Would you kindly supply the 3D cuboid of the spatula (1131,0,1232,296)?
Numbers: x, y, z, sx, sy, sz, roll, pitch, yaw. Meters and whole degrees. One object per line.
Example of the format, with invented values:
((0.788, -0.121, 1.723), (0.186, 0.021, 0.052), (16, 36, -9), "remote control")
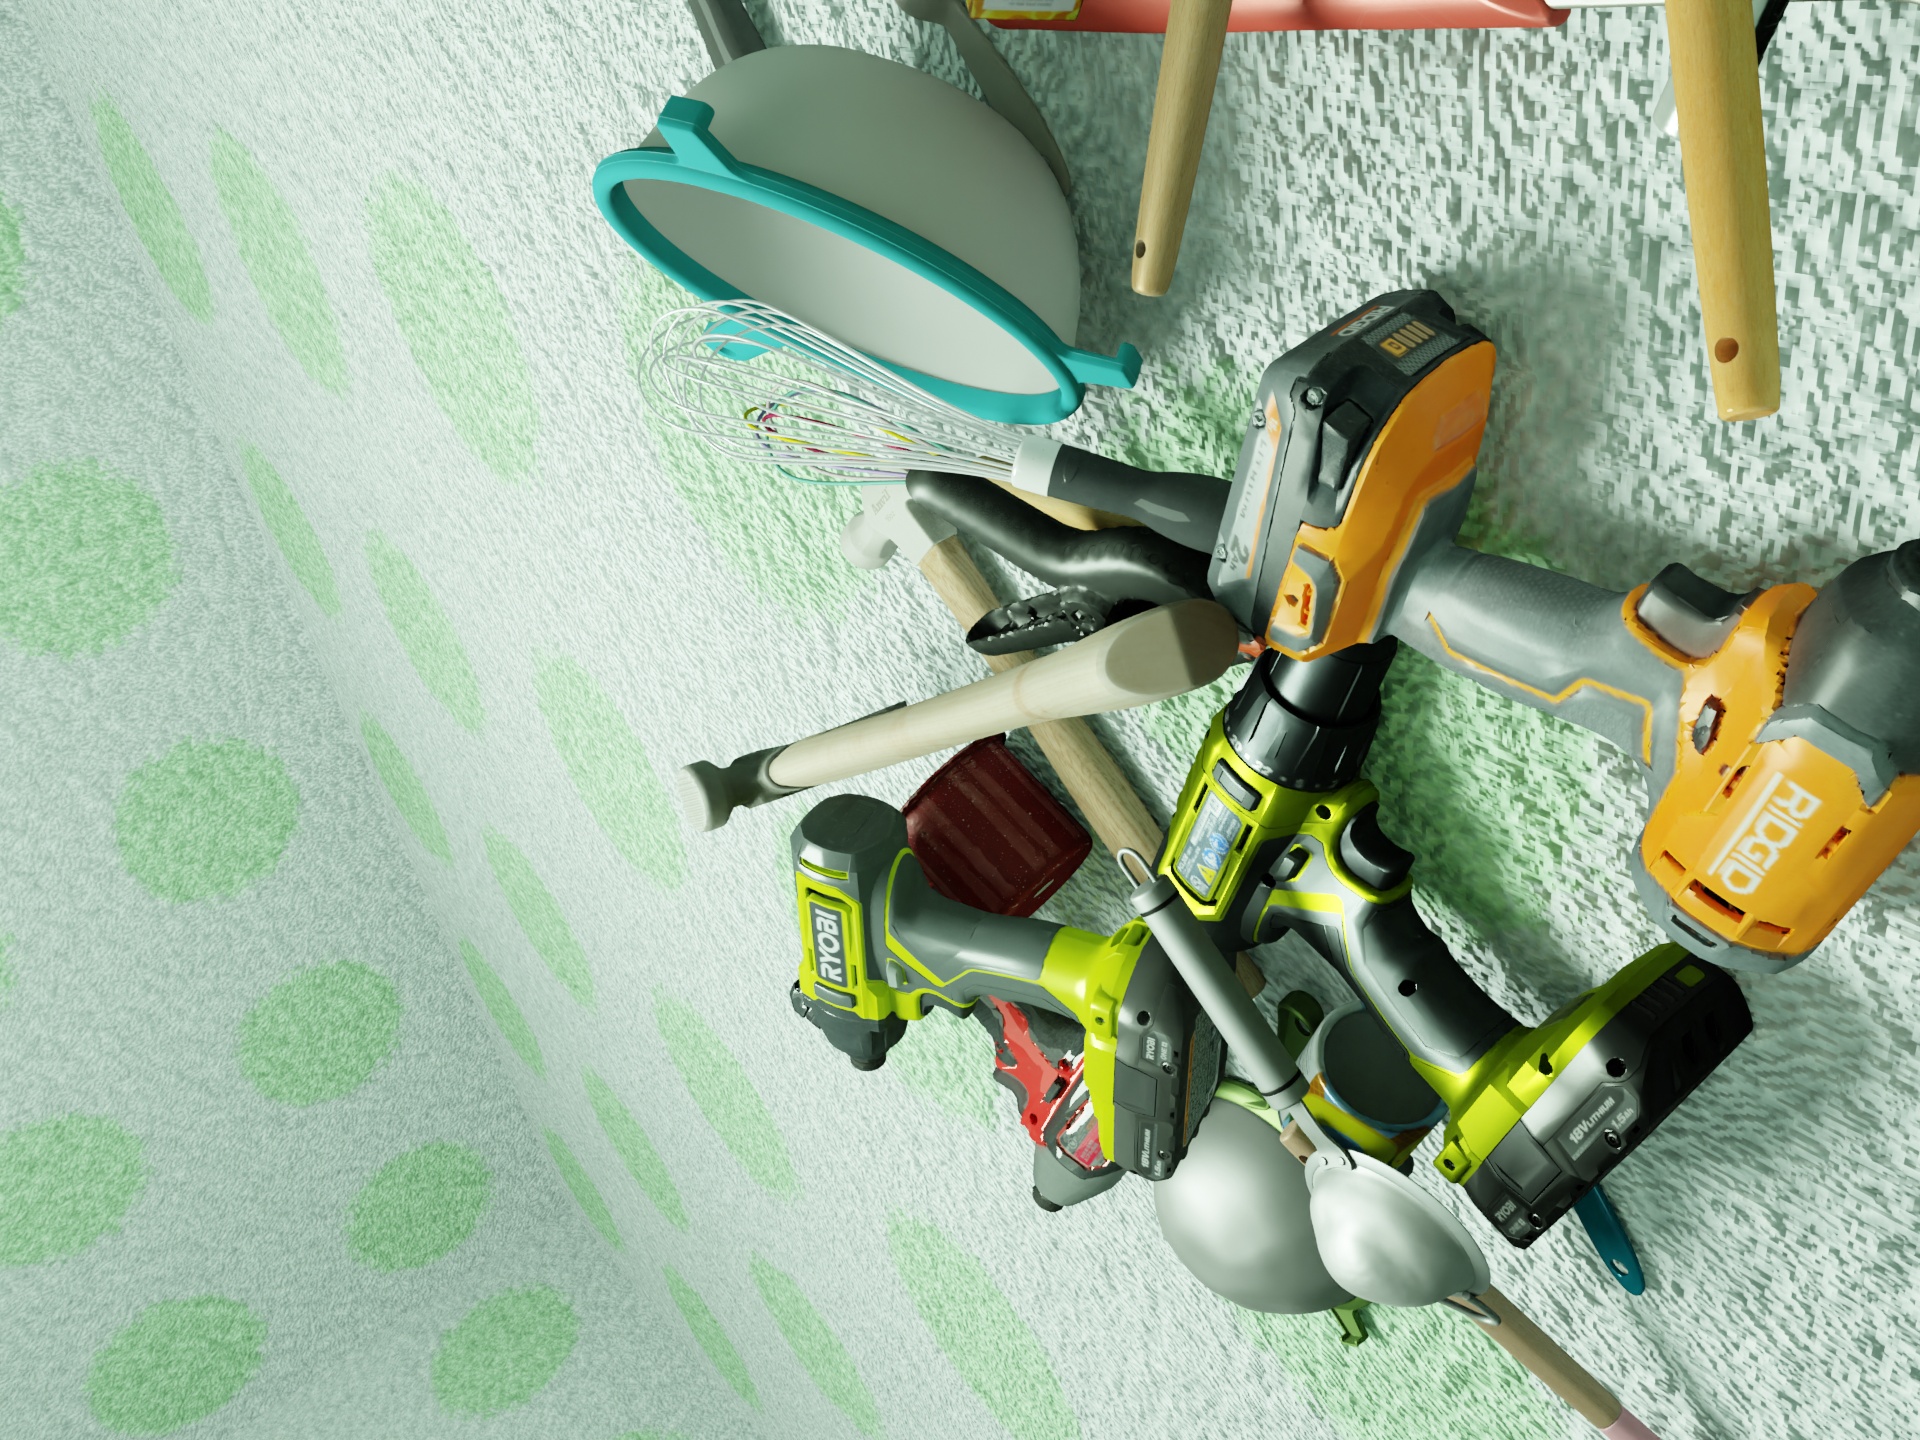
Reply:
((0.071, -0.278, 0.444), (0.082, 0.044, 0.317), (45, 135, 50), "spatula")

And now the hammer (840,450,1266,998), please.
((0.053, 0.005, 0.818), (0.331, 0.031, 0.130), (56, 153, 5), "hammer")

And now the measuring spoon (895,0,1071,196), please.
((0.006, -0.263, 0.644), (0.124, 0.018, 0.034), (57, 152, 2), "measuring spoon")

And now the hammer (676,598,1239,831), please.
((-0.001, -0.002, 0.734), (0.410, 0.146, 0.038), (-17, 92, 61), "hammer")

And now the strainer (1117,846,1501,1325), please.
((0.137, 0.161, 0.659), (0.258, 0.050, 0.087), (56, 151, -1), "strainer")

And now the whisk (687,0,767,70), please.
((-0.125, -0.360, 0.736), (0.055, 0.055, 0.238), (6, 127, 56), "whisk")

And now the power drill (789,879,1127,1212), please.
((0.017, 0.182, 0.924), (0.220, 0.078, 0.143), (35, 118, 14), "power drill")

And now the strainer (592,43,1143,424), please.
((-0.055, -0.214, 0.700), (0.210, 0.095, 0.340), (24, 179, -22), "strainer")

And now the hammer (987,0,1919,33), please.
((0.133, -0.213, 0.469), (0.359, 0.037, 0.149), (25, 137, 46), "hammer")

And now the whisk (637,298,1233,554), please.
((0.001, -0.112, 0.650), (0.284, 0.070, 0.070), (18, 141, 9), "whisk")

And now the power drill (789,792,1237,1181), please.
((0.020, 0.141, 0.812), (0.223, 0.080, 0.171), (16, 128, 24), "power drill")

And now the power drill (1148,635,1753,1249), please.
((0.182, 0.072, 0.627), (0.229, 0.080, 0.190), (46, 142, 27), "power drill")

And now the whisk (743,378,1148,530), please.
((-0.011, -0.118, 0.754), (0.245, 0.047, 0.051), (23, 95, 32), "whisk")

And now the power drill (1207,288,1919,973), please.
((0.195, -0.041, 0.492), (0.227, 0.084, 0.164), (39, 146, 25), "power drill")

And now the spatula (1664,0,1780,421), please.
((0.152, -0.227, 0.349), (0.081, 0.041, 0.322), (-8, 86, 56), "spatula")

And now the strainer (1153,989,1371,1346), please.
((0.153, 0.239, 0.842), (0.152, 0.069, 0.256), (37, 147, 35), "strainer")

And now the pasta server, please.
((0.259, 0.289, 0.690), (0.316, 0.040, 0.060), (42, 137, 3), "pasta server")

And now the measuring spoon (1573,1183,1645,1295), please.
((0.256, 0.195, 0.682), (0.128, 0.021, 0.042), (61, 152, 0), "measuring spoon")
